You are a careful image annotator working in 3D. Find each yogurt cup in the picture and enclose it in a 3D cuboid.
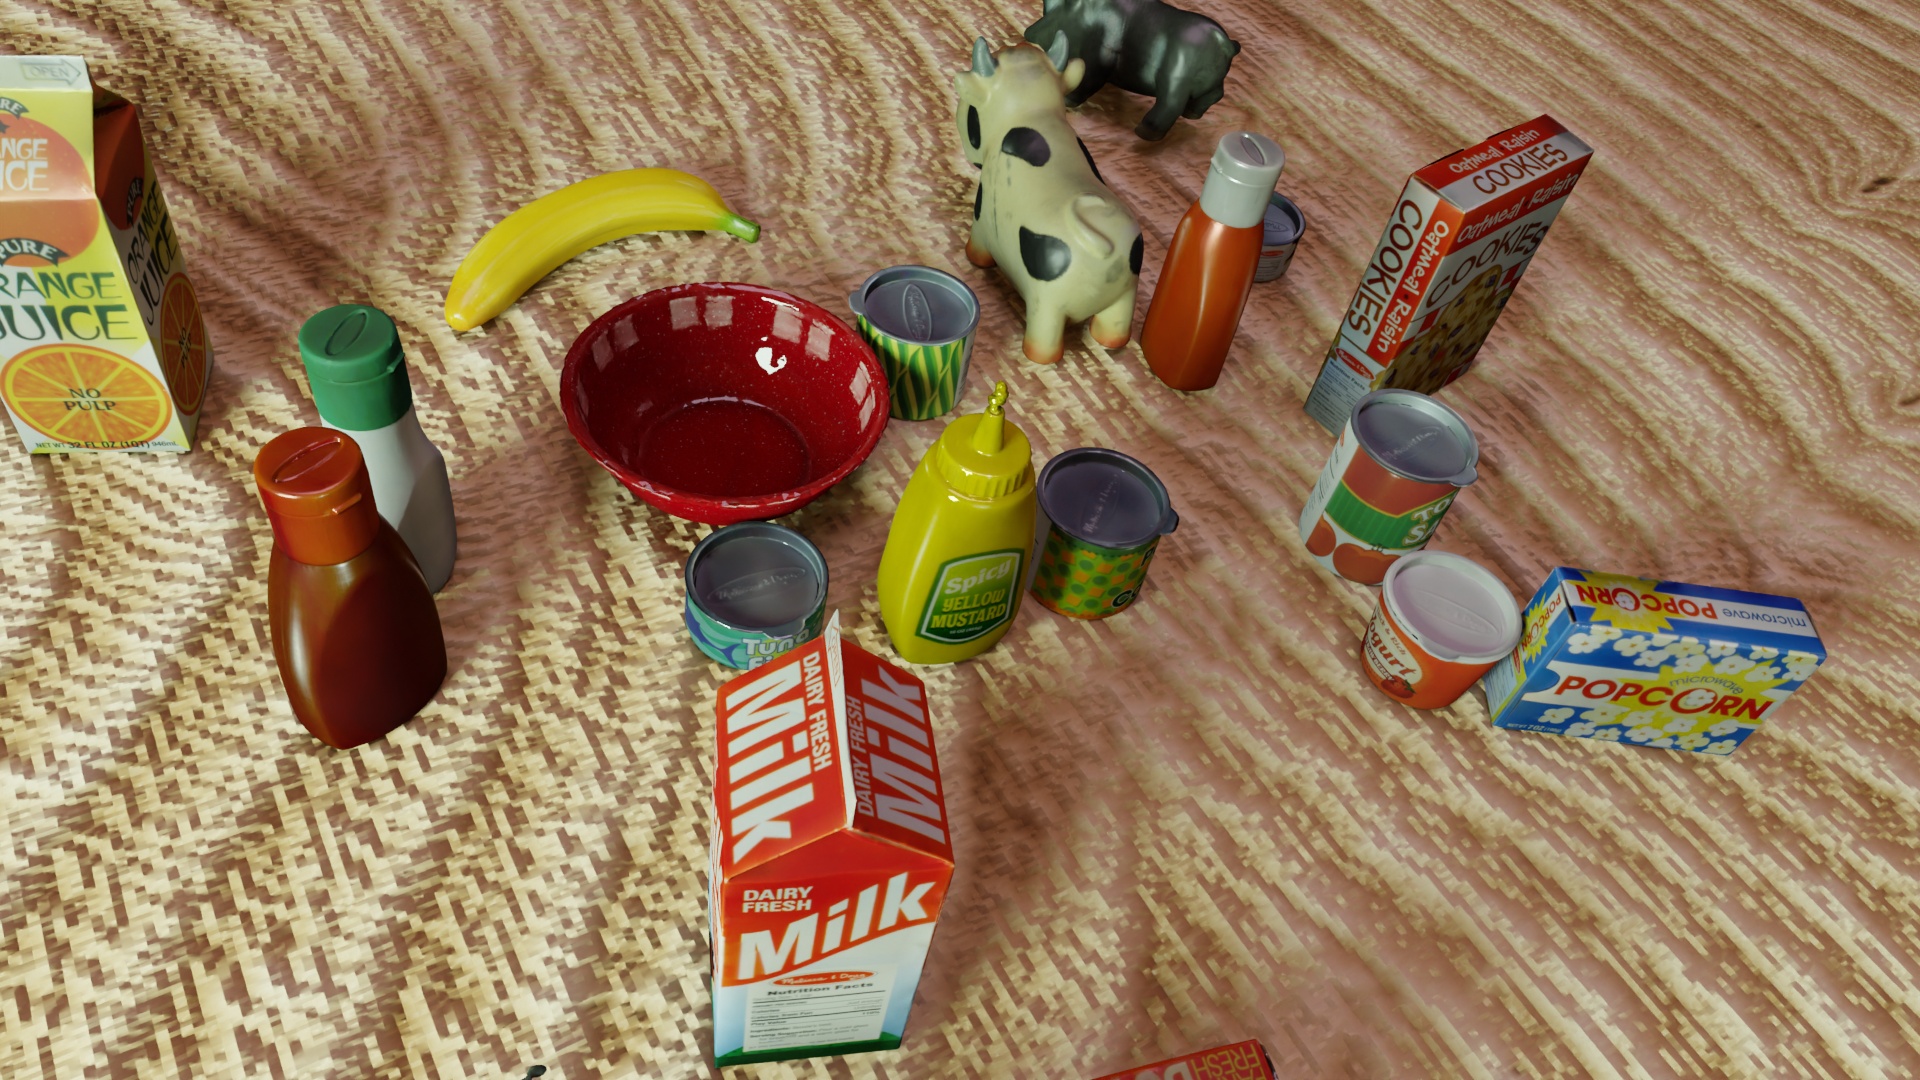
[{"bbox_3d":[0.233,0.046,0.684,0.072,0.053,0.073,6,48,-6],"label":"yogurt cup"}]

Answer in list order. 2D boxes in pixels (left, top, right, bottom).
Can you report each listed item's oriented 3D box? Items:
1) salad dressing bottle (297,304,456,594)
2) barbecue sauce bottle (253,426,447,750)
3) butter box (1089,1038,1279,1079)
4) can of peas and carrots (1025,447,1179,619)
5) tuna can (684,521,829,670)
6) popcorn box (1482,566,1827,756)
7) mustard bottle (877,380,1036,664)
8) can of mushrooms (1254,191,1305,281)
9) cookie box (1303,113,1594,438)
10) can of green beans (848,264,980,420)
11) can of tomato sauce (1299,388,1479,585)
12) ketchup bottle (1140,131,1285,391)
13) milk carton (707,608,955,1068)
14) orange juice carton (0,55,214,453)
[{"bbox_3d":[-0.248,-0.034,0.593,0.044,0.146,0.064,14,48,1],"label":"salad dressing bottle"},{"bbox_3d":[-0.242,0.019,0.547,0.044,0.147,0.065,33,51,17],"label":"barbecue sauce bottle"},{"bbox_3d":[0.061,0.212,0.504,0.104,0.052,0.024,-7,51,-17],"label":"butter box"},{"bbox_3d":[0.067,-0.002,0.690,0.071,0.058,0.071,6,48,-6],"label":"can of peas and carrots"},{"bbox_3d":[-0.094,0.028,0.648,0.071,0.032,0.071,6,48,-6],"label":"tuna can"},{"bbox_3d":[0.331,0.060,0.671,0.127,0.084,0.038,8,48,-5],"label":"popcorn box"},{"bbox_3d":[0.002,-0.008,0.613,0.065,0.159,0.049,-10,52,-20],"label":"mustard bottle"},{"bbox_3d":[0.188,-0.203,0.908,0.071,0.033,0.071,6,48,-6],"label":"can of mushrooms"},{"bbox_3d":[0.271,-0.146,0.785,0.123,0.166,0.040,-28,60,-31],"label":"cookie box"},{"bbox_3d":[-0.026,-0.109,0.765,0.071,0.057,0.071,6,48,-6],"label":"can of green beans"},{"bbox_3d":[0.223,-0.026,0.726,0.071,0.082,0.071,6,48,-6],"label":"can of tomato sauce"},{"bbox_3d":[0.141,-0.156,0.780,0.043,0.148,0.065,-5,50,-15],"label":"ketchup bottle"},{"bbox_3d":[-0.049,0.109,0.480,0.073,0.189,0.073,-1,50,-12],"label":"milk carton"},{"bbox_3d":[-0.398,-0.129,0.617,0.072,0.191,0.073,-2,50,-13],"label":"orange juice carton"}]
